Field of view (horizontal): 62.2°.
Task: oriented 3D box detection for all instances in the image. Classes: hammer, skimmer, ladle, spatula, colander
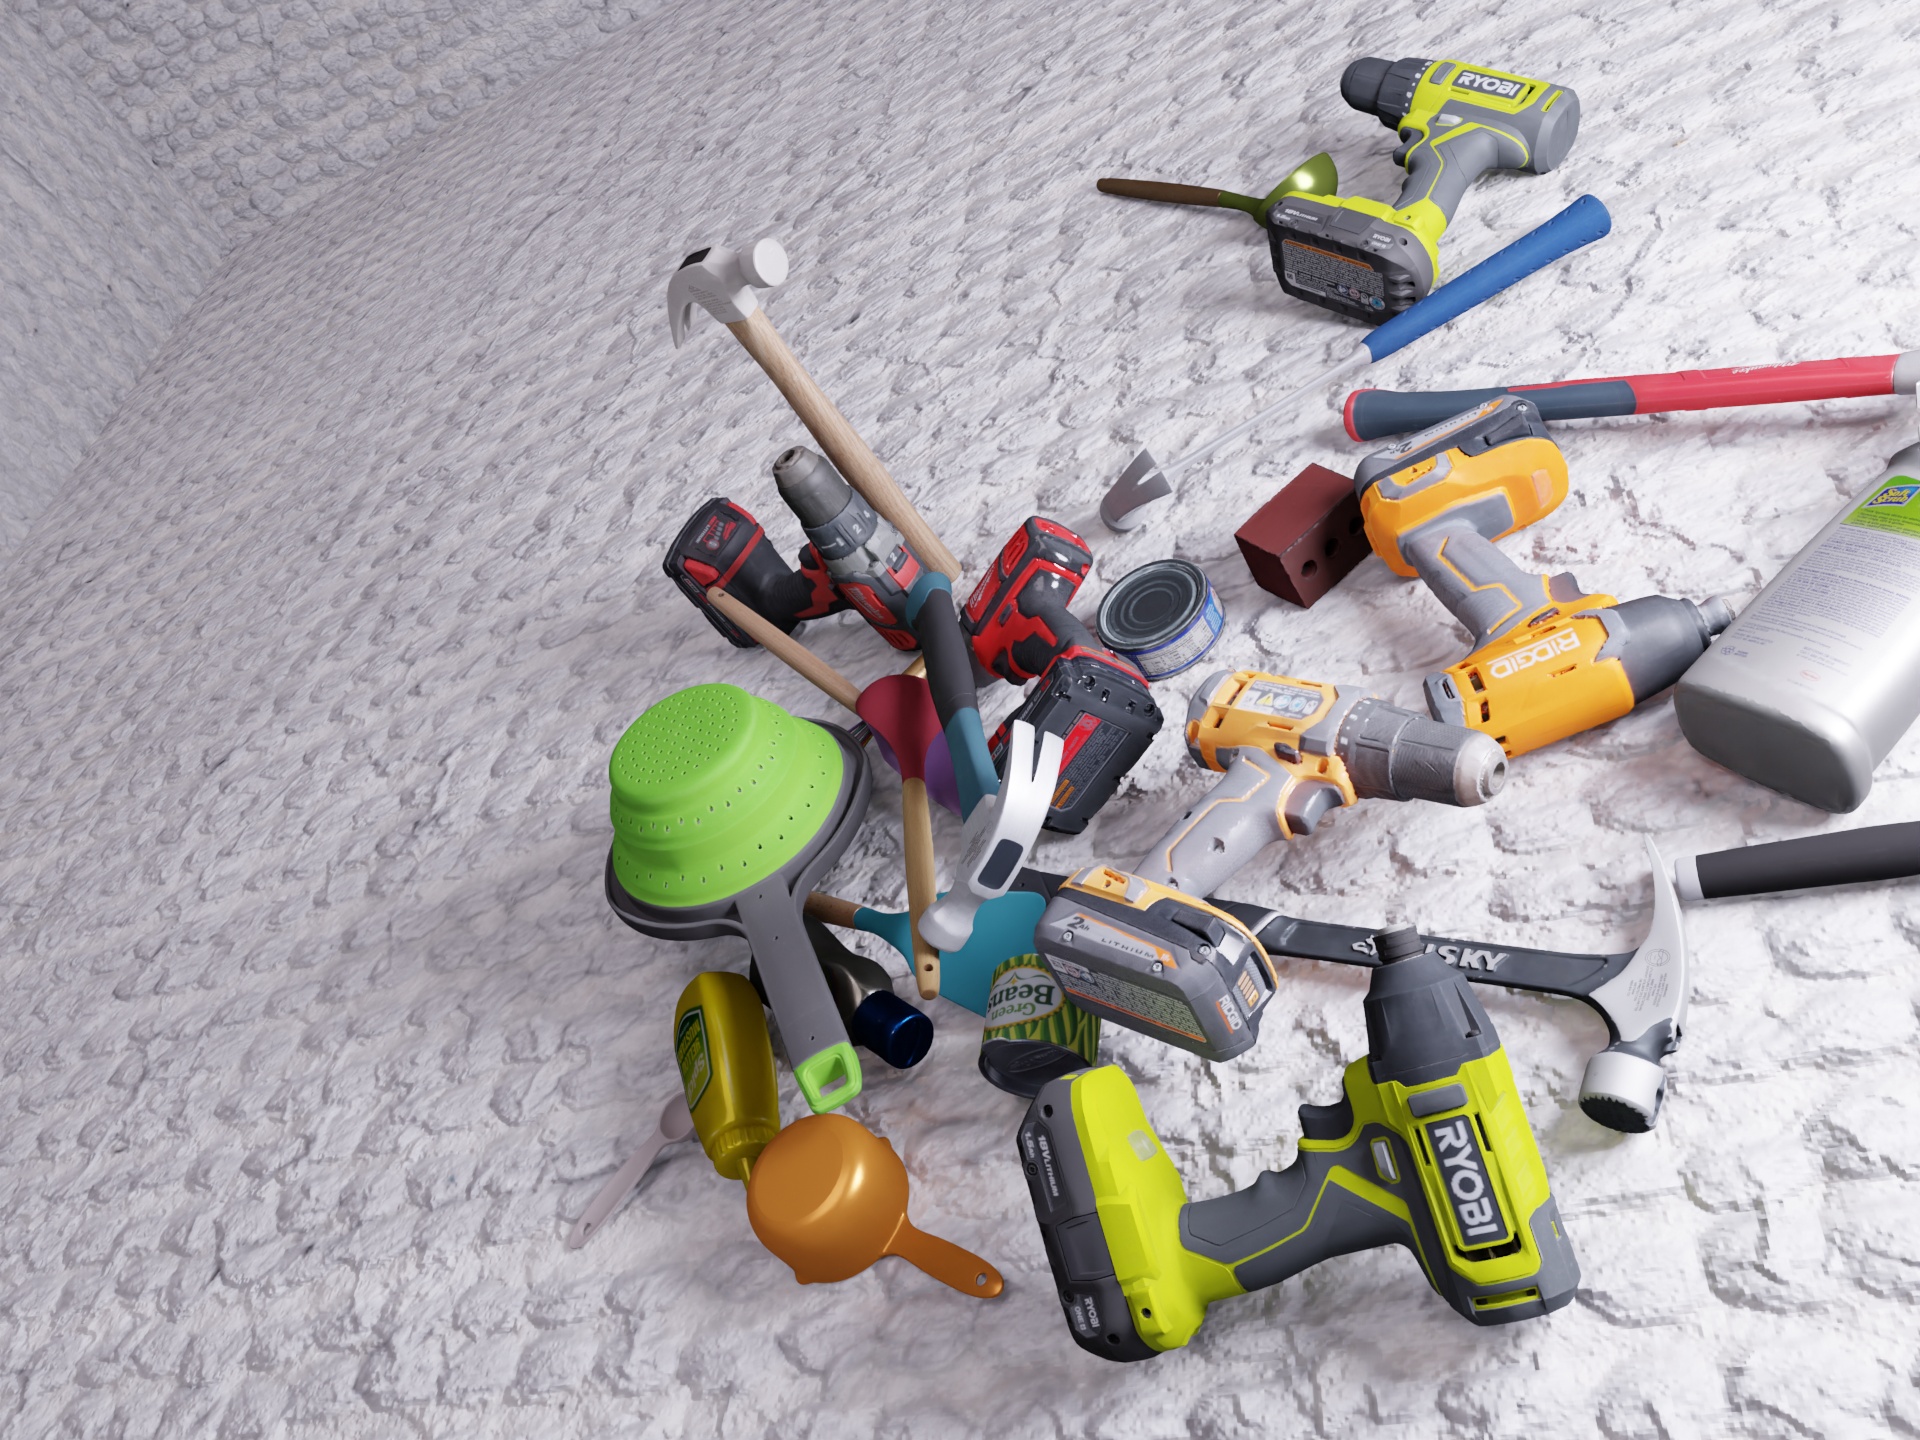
[{"bbox_3d":[0.280,-0.255,1.129,0.405,0.035,0.144,-31,-1,0],"label":"hammer"},{"bbox_3d":[-0.002,-0.003,1.019,0.128,0.033,0.331,-56,24,24],"label":"hammer"},{"bbox_3d":[0.492,0.039,0.671,0.363,0.090,0.127,-13,76,31],"label":"skimmer"},{"bbox_3d":[0.215,-0.479,1.422,0.078,0.062,0.320,-37,35,-15],"label":"ladle"},{"bbox_3d":[-0.086,-0.024,1.165,0.060,0.018,0.316,-36,53,-27],"label":"spatula"},{"bbox_3d":[-0.098,-0.214,1.176,0.130,0.331,0.031,3,55,41],"label":"hammer"},{"bbox_3d":[-0.072,0.130,1.054,0.318,0.044,0.082,6,84,49],"label":"spatula"},{"bbox_3d":[0.405,-0.196,0.978,0.386,0.038,0.143,4,28,44],"label":"hammer"},{"bbox_3d":[-0.144,0.085,1.015,0.204,0.094,0.398,-29,38,-2],"label":"colander"},{"bbox_3d":[-0.030,0.059,1.022,0.069,0.031,0.316,1,37,-6],"label":"ladle"},{"bbox_3d":[0.186,0.114,0.875,0.409,0.036,0.149,4,53,40],"label":"hammer"}]

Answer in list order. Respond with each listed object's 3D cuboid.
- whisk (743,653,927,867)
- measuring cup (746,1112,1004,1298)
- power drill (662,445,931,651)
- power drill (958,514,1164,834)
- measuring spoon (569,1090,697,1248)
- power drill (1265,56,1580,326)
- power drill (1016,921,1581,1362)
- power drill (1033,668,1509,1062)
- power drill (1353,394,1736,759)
[{"bbox_3d":[-0.077,0.020,1.167,0.047,0.051,0.245,30,68,38],"label":"whisk"},{"bbox_3d":[-0.050,0.274,0.880,0.174,0.052,0.095,10,58,45],"label":"measuring cup"},{"bbox_3d":[-0.133,-0.132,1.243,0.227,0.187,0.080,3,53,44],"label":"power drill"},{"bbox_3d":[0.049,-0.031,1.071,0.143,0.078,0.220,-55,28,24],"label":"power drill"},{"bbox_3d":[-0.205,0.291,1.018,0.124,0.018,0.034,-49,40,-4],"label":"measuring spoon"},{"bbox_3d":[0.337,-0.424,1.229,0.191,0.080,0.228,30,72,31],"label":"power drill"},{"bbox_3d":[0.148,0.201,0.738,0.223,0.080,0.171,-21,78,22],"label":"power drill"},{"bbox_3d":[0.167,0.069,0.850,0.185,0.084,0.226,13,54,43],"label":"power drill"},{"bbox_3d":[0.332,-0.086,0.928,0.164,0.084,0.227,-23,45,16],"label":"power drill"}]
